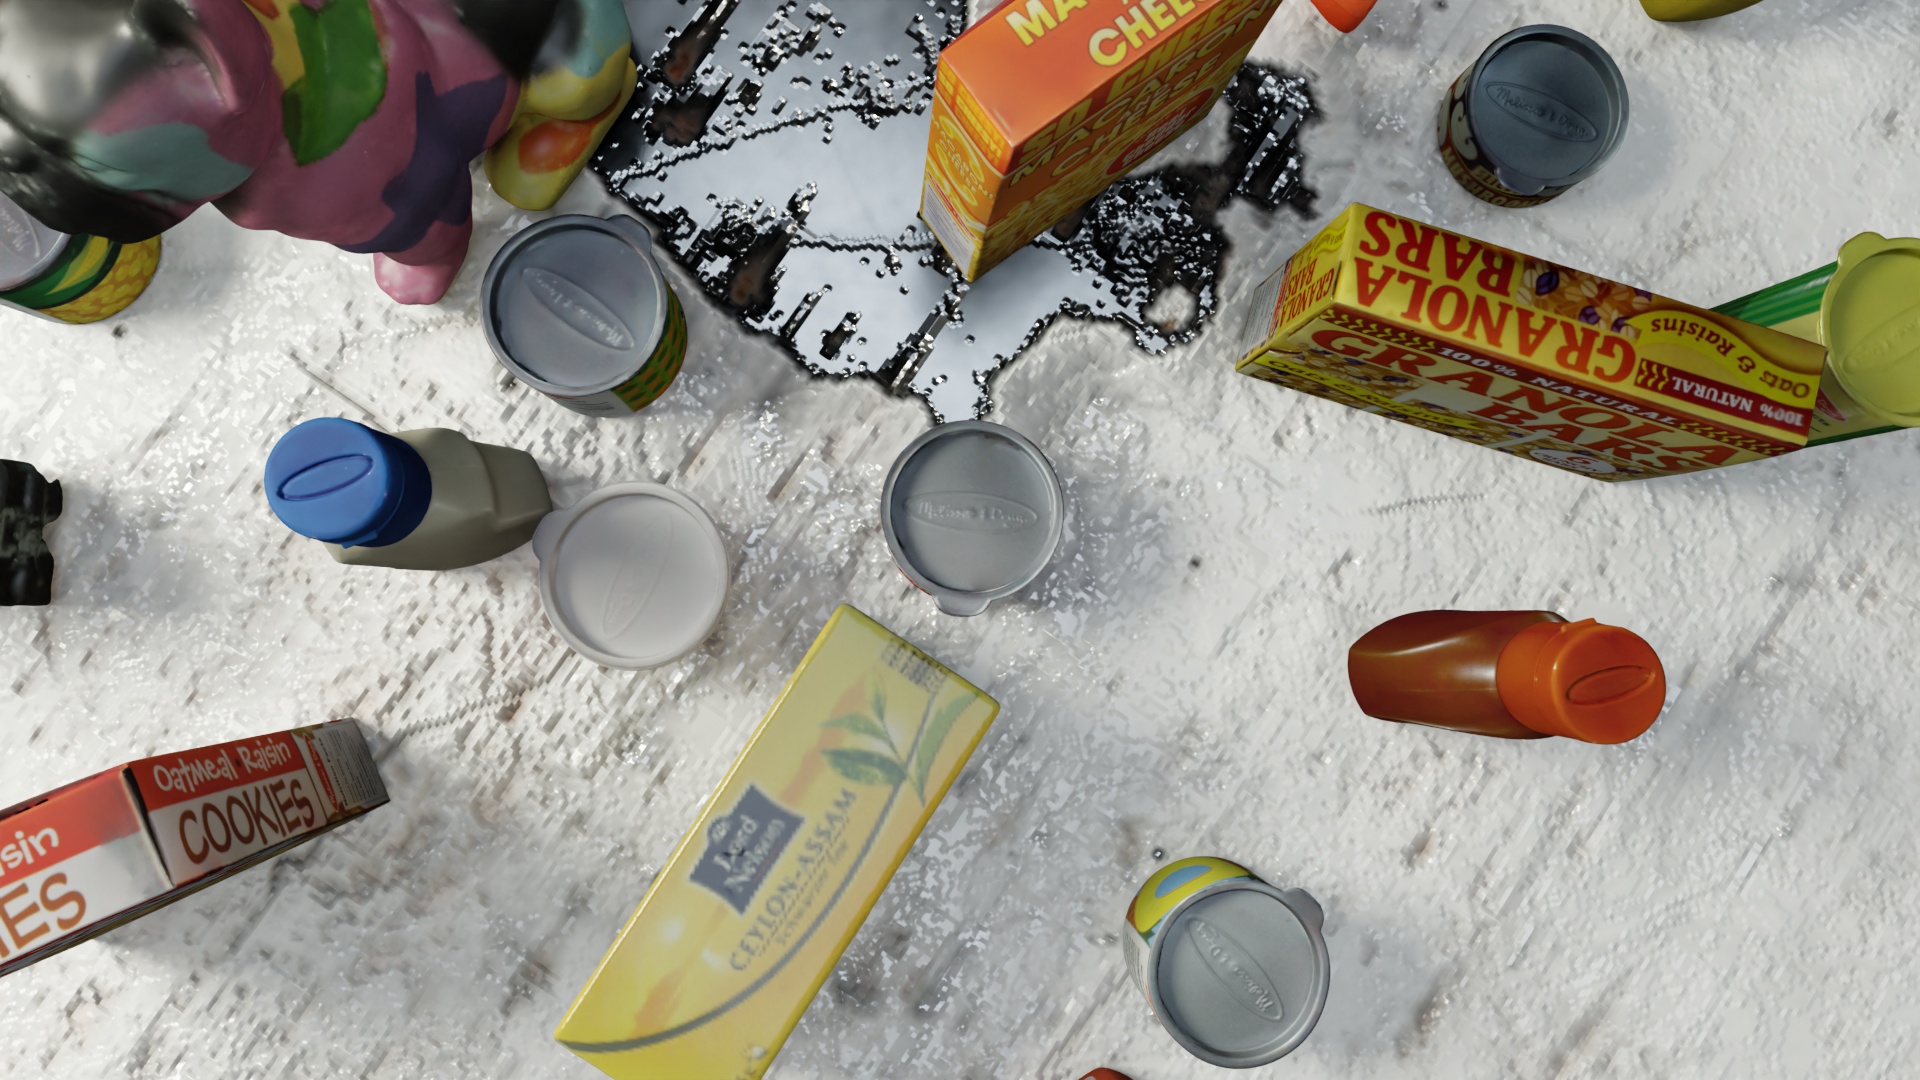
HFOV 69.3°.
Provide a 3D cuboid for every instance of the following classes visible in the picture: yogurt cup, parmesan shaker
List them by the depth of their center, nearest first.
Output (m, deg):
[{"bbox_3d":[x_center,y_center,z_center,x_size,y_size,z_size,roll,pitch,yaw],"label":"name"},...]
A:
[{"bbox_3d":[-0.117,0.014,0.519,0.072,0.054,0.072,0,86,-3],"label":"yogurt cup"},{"bbox_3d":[0.322,-0.071,0.527,0.071,0.103,0.071,0,87,-3],"label":"parmesan shaker"}]

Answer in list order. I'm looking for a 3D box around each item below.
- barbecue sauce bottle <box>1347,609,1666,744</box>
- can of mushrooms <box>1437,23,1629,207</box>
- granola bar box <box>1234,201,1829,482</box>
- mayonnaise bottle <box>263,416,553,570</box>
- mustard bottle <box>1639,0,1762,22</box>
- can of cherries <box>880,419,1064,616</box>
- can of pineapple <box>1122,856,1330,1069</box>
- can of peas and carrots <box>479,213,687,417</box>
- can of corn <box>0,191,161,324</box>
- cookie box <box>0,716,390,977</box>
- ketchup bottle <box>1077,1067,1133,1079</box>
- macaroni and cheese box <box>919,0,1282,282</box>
[{"bbox_3d":[0.190,0.046,0.488,0.065,0.148,0.043,-13,88,-4],"label":"barbecue sauce bottle"},{"bbox_3d":[0.230,-0.169,0.563,0.071,0.033,0.071,0,86,-3],"label":"can of mushrooms"},{"bbox_3d":[0.197,-0.065,0.508,0.166,0.124,0.039,16,86,-2],"label":"granola bar box"},{"bbox_3d":[-0.185,-0.014,0.469,0.065,0.148,0.041,-20,88,-4],"label":"mayonnaise bottle"},{"bbox_3d":[0.306,-0.247,0.509,0.049,0.160,0.065,-12,88,-4],"label":"mustard bottle"},{"bbox_3d":[0.002,-0.007,0.525,0.071,0.058,0.071,0,86,-3],"label":"can of cherries"},{"bbox_3d":[0.099,0.155,0.521,0.071,0.058,0.071,0,86,-3],"label":"can of pineapple"},{"bbox_3d":[-0.138,-0.084,0.522,0.071,0.058,0.071,0,86,-3],"label":"can of peas and carrots"},{"bbox_3d":[-0.340,-0.119,0.512,0.071,0.058,0.071,0,86,-3],"label":"can of corn"},{"bbox_3d":[-0.276,0.104,0.446,0.123,0.167,0.040,-24,89,-4],"label":"cookie box"},{"bbox_3d":[0.054,0.231,0.467,0.043,0.148,0.065,35,85,-1],"label":"ketchup bottle"},{"bbox_3d":[0.047,-0.158,0.484,0.124,0.166,0.040,-36,89,-5],"label":"macaroni and cheese box"}]
